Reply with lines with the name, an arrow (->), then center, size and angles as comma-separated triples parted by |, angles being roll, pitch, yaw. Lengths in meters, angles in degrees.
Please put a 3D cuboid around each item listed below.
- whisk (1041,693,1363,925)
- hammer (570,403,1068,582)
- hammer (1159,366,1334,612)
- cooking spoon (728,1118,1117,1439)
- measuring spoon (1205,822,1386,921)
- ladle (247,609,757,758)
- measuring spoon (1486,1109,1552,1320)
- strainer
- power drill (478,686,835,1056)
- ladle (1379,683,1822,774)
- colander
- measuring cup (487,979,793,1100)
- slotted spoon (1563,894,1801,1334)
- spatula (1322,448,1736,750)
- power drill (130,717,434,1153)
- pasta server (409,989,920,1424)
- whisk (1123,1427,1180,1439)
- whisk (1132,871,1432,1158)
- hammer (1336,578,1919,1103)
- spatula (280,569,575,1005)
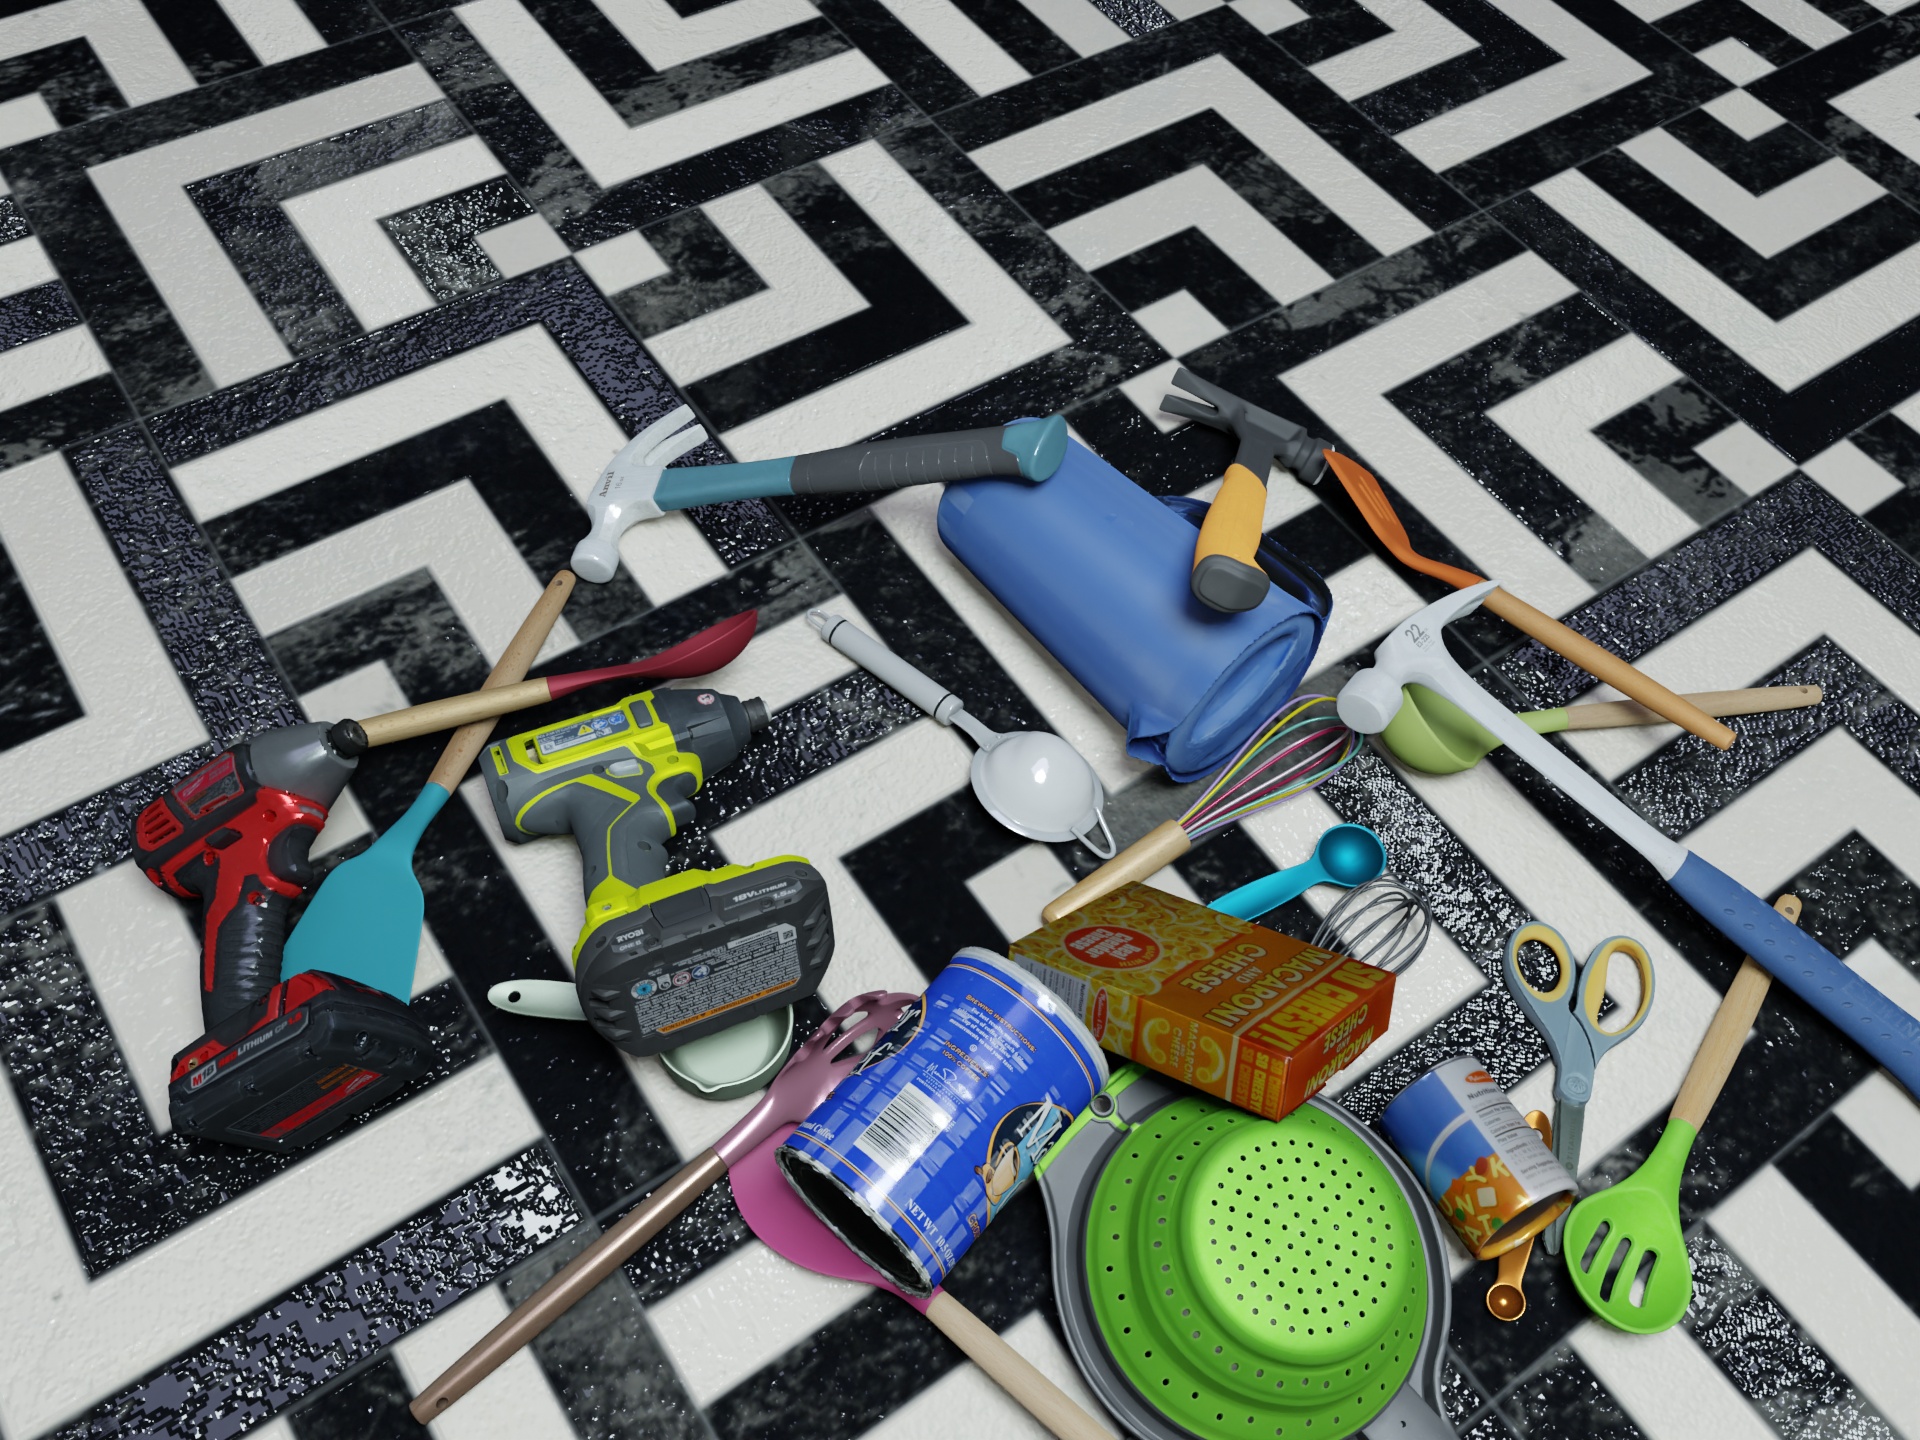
whisk -> 0.152, 0.061, 0.967 | 0.245, 0.047, 0.051 | -33, 53, -18
hammer -> -0.092, -0.158, 1.020 | 0.331, 0.033, 0.128 | -3, 56, 22
hammer -> 0.171, -0.146, 1.002 | 0.127, 0.034, 0.337 | 26, 28, 1
cooking spoon -> 0.006, 0.306, 0.788 | 0.319, 0.017, 0.069 | 34, 61, 25
measuring spoon -> 0.196, 0.102, 0.959 | 0.128, 0.021, 0.042 | -23, 62, -8
ladle -> -0.272, -0.013, 0.949 | 0.315, 0.069, 0.031 | -15, 101, -10
measuring spoon -> 0.301, 0.265, 0.854 | 0.021, 0.011, 0.117 | 8, 59, 24
strainer -> -0.002, -0.003, 0.996 | 0.259, 0.050, 0.087 | 35, 45, 21
power drill -> -0.161, 0.066, 0.892 | 0.171, 0.080, 0.223 | -18, 42, -17
ladle -> 0.417, -0.011, 1.023 | 0.320, 0.062, 0.078 | -5, 53, -11
colander -> 0.206, 0.315, 0.750 | 0.204, 0.094, 0.397 | -36, 72, -23
measuring cup -> -0.174, 0.166, 0.874 | 0.167, 0.038, 0.083 | 6, 56, 2
slotted spoon -> 0.418, 0.211, 0.895 | 0.070, 0.031, 0.314 | 34, 59, 15
spatula -> 0.365, -0.082, 1.045 | 0.323, 0.041, 0.081 | 40, 19, 31
power drill -> -0.364, 0.104, 0.853 | 0.143, 0.078, 0.220 | -31, 59, 8
pasta server -> -0.143, 0.245, 0.815 | 0.316, 0.060, 0.040 | -38, 22, -20
whisk -> -0.011, 0.412, 0.716 | 0.296, 0.073, 0.073 | -26, 62, -27
whisk -> 0.181, 0.167, 0.895 | 0.239, 0.055, 0.055 | -38, 67, -20
hammer -> 0.416, 0.074, 0.937 | 0.405, 0.035, 0.144 | 41, 59, 9
spatula -> -0.304, 0.028, 0.963 | 0.082, 0.044, 0.318 | 15, 52, 7
